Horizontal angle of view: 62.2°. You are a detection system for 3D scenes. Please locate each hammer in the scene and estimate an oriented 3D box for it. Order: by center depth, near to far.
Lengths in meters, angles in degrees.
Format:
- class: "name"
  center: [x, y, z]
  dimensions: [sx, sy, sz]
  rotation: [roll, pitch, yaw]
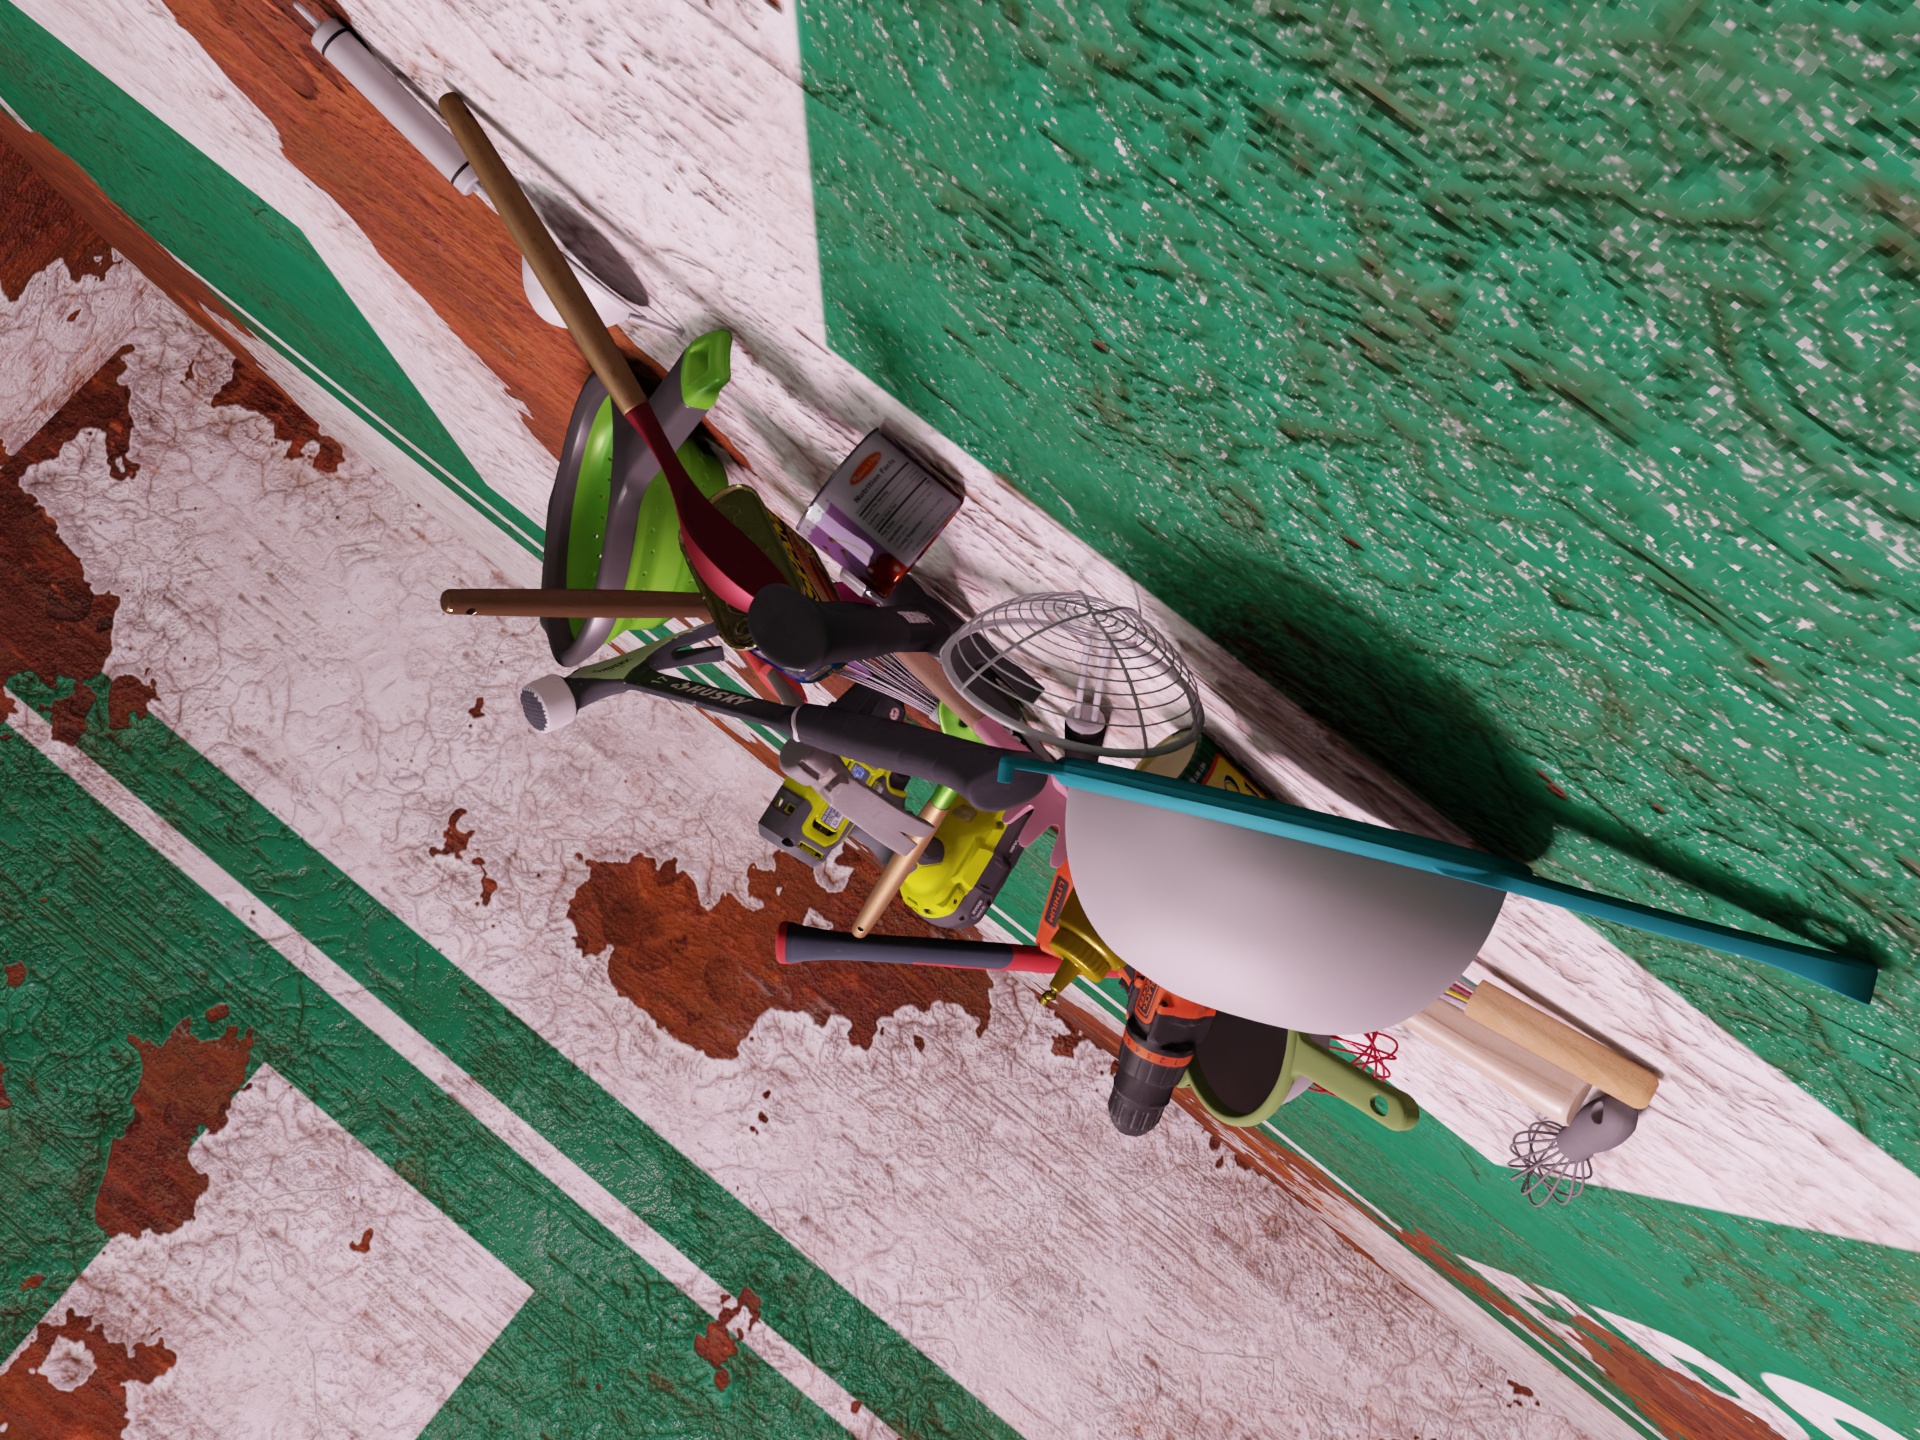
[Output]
- class: "hammer"
  center: [-0.038, -0.044, 0.837]
  dimensions: [0.146, 0.035, 0.335]
  rotation: [41, -170, 5]
- class: "hammer"
  center: [-0.105, -0.002, 0.978]
  dimensions: [0.409, 0.149, 0.036]
  rotation: [13, 121, 44]
- class: "hammer"
  center: [0.199, 0.130, 1.010]
  dimensions: [0.411, 0.038, 0.146]
  rotation: [29, 177, 35]
- class: "hammer"
  center: [-0.142, -0.043, 1.211]
  dimensions: [0.149, 0.036, 0.359]
  rotation: [39, -170, -47]
- class: "hammer"
  center: [0.034, 0.199, 1.346]
  dimensions: [0.386, 0.038, 0.143]
  rotation: [3, 168, 3]

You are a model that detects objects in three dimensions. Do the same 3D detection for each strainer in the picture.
- class: "strainer"
  center: [0.181, 0.095, 0.659]
  dimensions: [0.340, 0.095, 0.210]
  rotation: [14, 179, 41]
- class: "strainer"
  center: [-0.262, -0.288, 0.867]
  dimensions: [0.258, 0.050, 0.087]
  rotation: [45, -177, -13]
- class: "strainer"
  center: [0.240, 0.218, 1.079]
  dimensions: [0.069, 0.151, 0.256]
  rotation: [5, -172, -25]

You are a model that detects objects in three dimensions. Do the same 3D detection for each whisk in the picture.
- class: "whisk"
  center: [0.266, 0.139, 0.880]
  dimensions: [0.245, 0.051, 0.047]
  rotation: [29, -173, 27]
- class: "whisk"
  center: [0.380, 0.264, 0.985]
  dimensions: [0.055, 0.055, 0.238]
  rotation: [35, 165, 20]
- class: "whisk"
  center: [-0.037, -0.026, 1.165]
  dimensions: [0.284, 0.070, 0.070]
  rotation: [34, 170, -4]
- class: "whisk"
  center: [0.242, 0.245, 1.251]
  dimensions: [0.073, 0.073, 0.296]
  rotation: [42, 164, -15]

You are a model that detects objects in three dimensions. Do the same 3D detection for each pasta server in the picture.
- class: "pasta server"
  center: [-0.002, -0.003, 1.022]
  dimensions: [0.060, 0.040, 0.317]
  rotation: [25, -167, -40]

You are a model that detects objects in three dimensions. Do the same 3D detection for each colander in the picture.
- class: "colander"
  center: [-0.180, -0.149, 1.015]
  dimensions: [0.094, 0.205, 0.397]
  rotation: [7, 166, -25]

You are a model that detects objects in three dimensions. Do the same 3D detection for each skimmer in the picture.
- class: "skimmer"
  center: [0.060, 0.011, 0.872]
  dimensions: [0.127, 0.090, 0.363]
  rotation: [18, 168, 7]

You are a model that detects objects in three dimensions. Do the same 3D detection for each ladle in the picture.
- class: "ladle"
  center: [-0.180, -0.183, 0.819]
  dimensions: [0.315, 0.031, 0.069]
  rotation: [59, -164, -3]

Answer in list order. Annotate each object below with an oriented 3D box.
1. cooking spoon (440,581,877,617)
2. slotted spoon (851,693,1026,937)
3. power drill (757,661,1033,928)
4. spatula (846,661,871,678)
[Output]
- class: "cooking spoon"
  center: [-0.174, -0.073, 0.995]
  dimensions: [0.318, 0.068, 0.017]
  rotation: [-4, -119, -45]
- class: "slotted spoon"
  center: [-0.026, 0.075, 1.193]
  dimensions: [0.070, 0.031, 0.313]
  rotation: [32, 133, 1]
- class: "power drill"
  center: [-0.043, 0.066, 1.306]
  dimensions: [0.080, 0.171, 0.223]
  rotation: [25, 172, 47]
- class: "spatula"
  center: [-0.201, -0.131, 1.377]
  dimensions: [0.316, 0.018, 0.059]
  rotation: [38, 170, 2]
